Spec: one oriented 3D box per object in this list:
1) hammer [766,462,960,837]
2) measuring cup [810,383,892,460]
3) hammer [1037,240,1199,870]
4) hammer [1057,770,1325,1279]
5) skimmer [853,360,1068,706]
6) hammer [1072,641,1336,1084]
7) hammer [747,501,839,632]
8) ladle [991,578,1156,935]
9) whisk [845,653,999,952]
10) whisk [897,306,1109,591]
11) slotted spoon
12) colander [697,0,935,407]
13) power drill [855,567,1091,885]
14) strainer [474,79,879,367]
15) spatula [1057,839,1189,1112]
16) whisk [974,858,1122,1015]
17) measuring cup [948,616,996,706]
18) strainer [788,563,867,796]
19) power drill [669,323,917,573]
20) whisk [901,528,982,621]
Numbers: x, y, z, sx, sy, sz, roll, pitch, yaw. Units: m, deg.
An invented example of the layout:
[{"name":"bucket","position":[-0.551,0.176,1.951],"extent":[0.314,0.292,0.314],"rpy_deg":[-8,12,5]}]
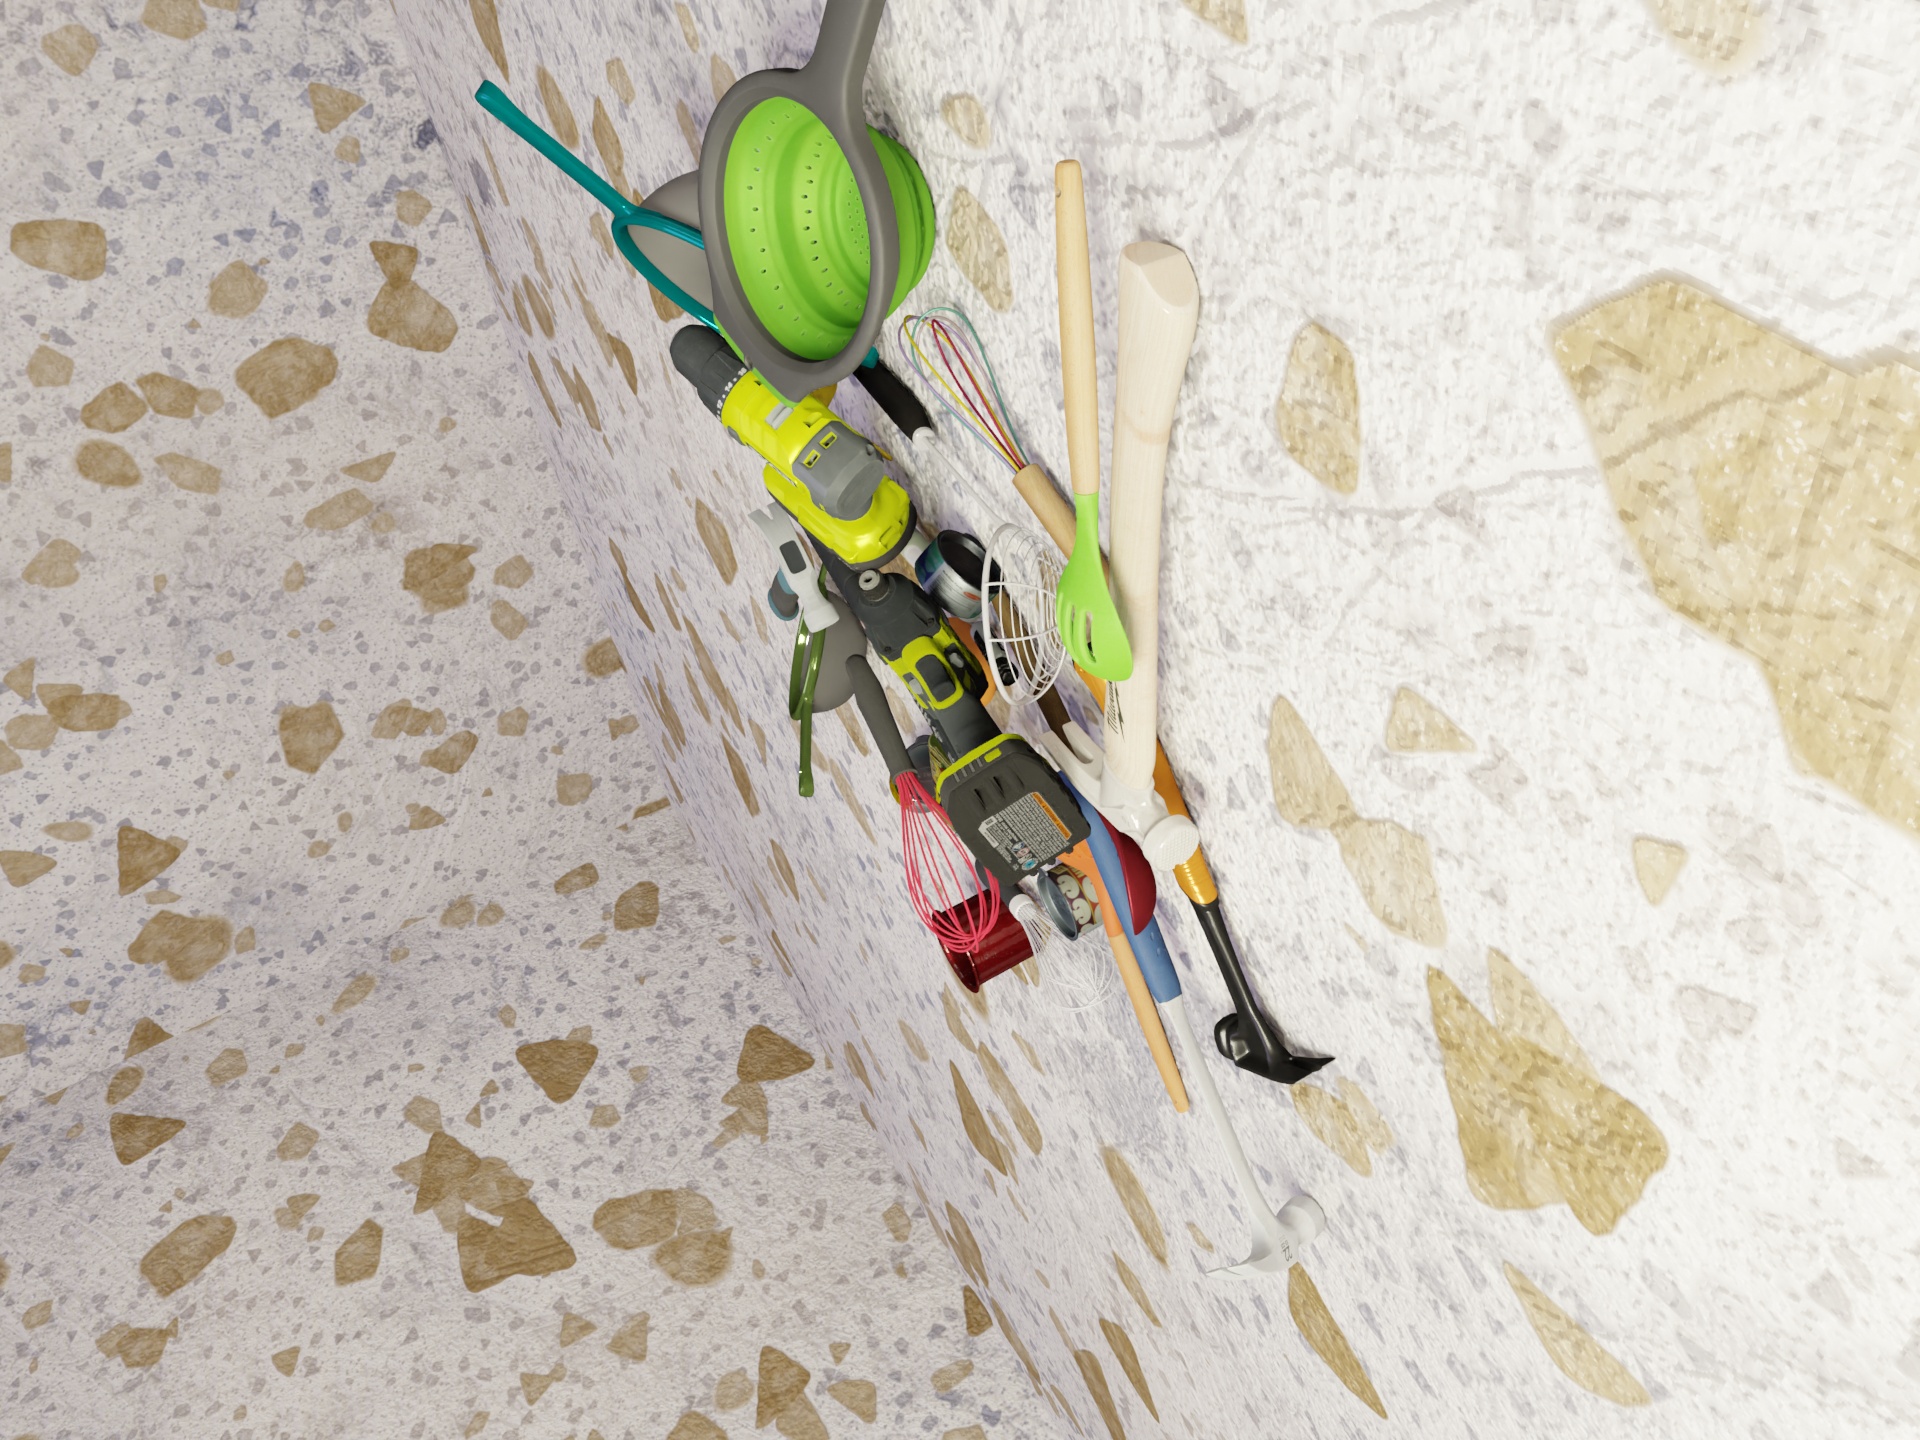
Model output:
[{"name":"hammer","position":[-0.068,-0.076,1.380],"extent":[0.409,0.036,0.149],"rpy_deg":[59,163,21]},{"name":"measuring cup","position":[-0.098,-0.259,1.311],"extent":[0.062,0.029,0.156],"rpy_deg":[25,177,39]},{"name":"hammer","position":[0.099,-0.094,0.964],"extent":[0.146,0.038,0.410],"rpy_deg":[47,151,41]},{"name":"hammer","position":[0.161,0.221,1.200],"extent":[0.035,0.144,0.405],"rpy_deg":[-27,81,32]},{"name":"skimmer","position":[-0.022,-0.161,1.193],"extent":[0.364,0.090,0.127],"rpy_deg":[54,179,36]},{"name":"hammer","position":[0.161,0.098,1.120],"extent":[0.337,0.034,0.127],"rpy_deg":[66,164,-6]},{"name":"hammer","position":[-0.171,-0.136,1.579],"extent":[0.128,0.033,0.331],"rpy_deg":[65,171,-1]},{"name":"ladle","position":[0.080,0.017,1.191],"extent":[0.069,0.031,0.316],"rpy_deg":[75,172,-61]},{"name":"whisk","position":[-0.039,0.063,1.332],"extent":[0.073,0.073,0.296],"rpy_deg":[94,155,-59]},{"name":"whisk","position":[0.035,-0.188,1.091],"extent":[0.245,0.051,0.047],"rpy_deg":[56,-177,13]},{"name":"slotted spoon","position":[0.068,-0.155,0.897],"extent":[0.070,0.031,0.313],"rpy_deg":[39,143,49]},{"name":"colander","position":[-0.060,-0.387,1.021],"extent":[0.205,0.094,0.396],"rpy_deg":[50,141,21]},{"name":"power drill","position":[-0.002,-0.004,1.156],"extent":[0.223,0.080,0.171],"rpy_deg":[60,-175,36]},{"name":"strainer","position":[-0.205,-0.397,1.220],"extent":[0.340,0.095,0.211],"rpy_deg":[34,172,-33]},{"name":"spatula","position":[0.133,0.204,1.344],"extent":[0.081,0.041,0.322],"rpy_deg":[-3,116,46]},{"name":"whisk","position":[0.070,0.191,1.490],"extent":[0.285,0.070,0.070],"rpy_deg":[45,155,60]},{"name":"measuring cup","position":[-0.022,-0.057,1.417],"extent":[0.174,0.052,0.095],"rpy_deg":[35,146,63]},{"name":"strainer","position":[-0.133,-0.027,1.646],"extent":[0.151,0.069,0.257],"rpy_deg":[116,158,-50]},{"name":"power drill","position":[-0.127,-0.213,1.251],"extent":[0.191,0.080,0.228],"rpy_deg":[41,178,15]},{"name":"whisk","position":[-0.056,-0.167,1.373],"extent":[0.247,0.059,0.057],"rpy_deg":[49,131,30]}]
